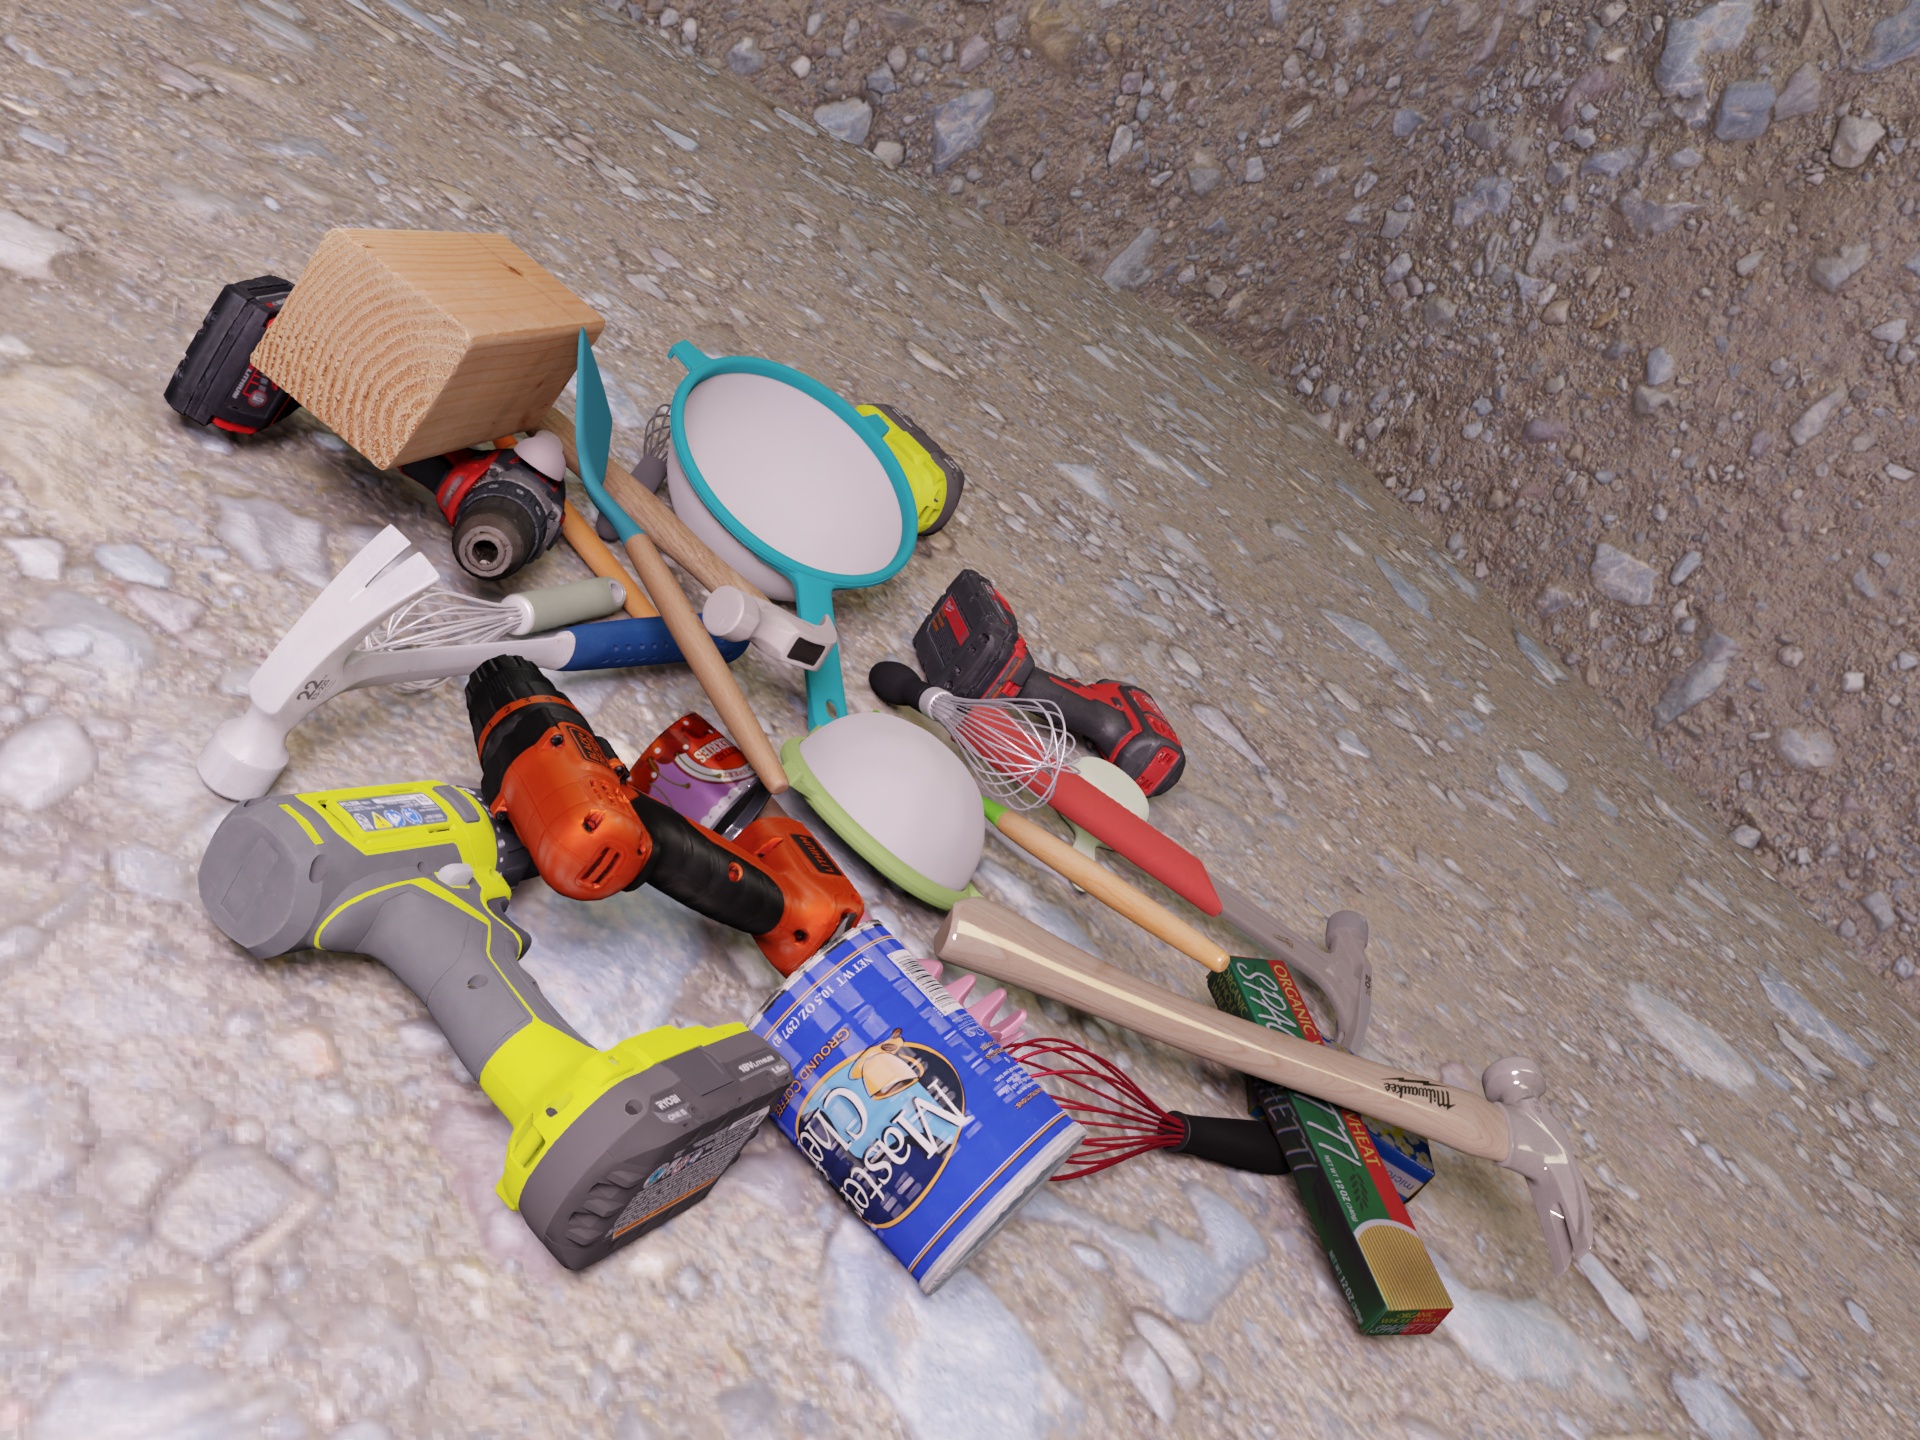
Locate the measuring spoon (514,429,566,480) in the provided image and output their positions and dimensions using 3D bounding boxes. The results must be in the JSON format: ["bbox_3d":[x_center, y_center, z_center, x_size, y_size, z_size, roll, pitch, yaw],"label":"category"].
[{"bbox_3d":[-0.264,-0.178,1.021,0.034,0.018,0.124,35,10,-19],"label":"measuring spoon"}]

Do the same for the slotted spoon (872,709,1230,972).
[{"bbox_3d":[0.045,0.075,1.018,0.314,0.031,0.070,32,-7,36],"label":"slotted spoon"}]

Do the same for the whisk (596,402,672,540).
[{"bbox_3d":[-0.232,-0.191,1.209,0.055,0.055,0.239,31,29,-11],"label":"whisk"}]

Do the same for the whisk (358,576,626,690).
[{"bbox_3d":[-0.267,-0.060,0.934,0.246,0.059,0.058,-30,105,-68],"label":"whisk"}]

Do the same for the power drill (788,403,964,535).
[{"bbox_3d":[-0.113,-0.226,1.397,0.171,0.080,0.223,47,29,21],"label":"power drill"}]

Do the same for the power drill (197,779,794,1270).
[{"bbox_3d":[-0.186,0.110,0.688,0.229,0.080,0.190,41,15,16],"label":"power drill"}]

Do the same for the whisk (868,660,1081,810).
[{"bbox_3d":[-0.001,-0.005,1.067,0.070,0.070,0.285,22,3,-29],"label":"whisk"}]

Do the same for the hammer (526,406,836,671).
[{"bbox_3d":[-0.195,-0.127,1.050,0.332,0.031,0.130,40,10,35],"label":"hammer"}]

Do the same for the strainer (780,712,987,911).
[{"bbox_3d":[0.007,0.076,0.978,0.256,0.069,0.151,40,8,-3],"label":"strainer"}]

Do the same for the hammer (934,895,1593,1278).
[{"bbox_3d":[0.177,0.199,0.923,0.410,0.038,0.146,21,32,-10],"label":"hammer"}]

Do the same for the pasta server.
[{"bbox_3d":[-0.074,0.082,0.891,0.060,0.040,0.317,14,24,-50],"label":"pasta server"}]

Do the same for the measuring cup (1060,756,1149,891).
[{"bbox_3d":[0.103,0.076,1.177,0.083,0.038,0.168,34,22,-5],"label":"measuring cup"}]

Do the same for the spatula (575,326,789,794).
[{"bbox_3d":[-0.165,-0.089,0.908,0.044,0.082,0.318,-27,65,-13],"label":"spatula"}]

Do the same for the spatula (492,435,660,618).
[{"bbox_3d":[-0.300,-0.162,1.098,0.323,0.041,0.081,49,27,17],"label":"spatula"}]

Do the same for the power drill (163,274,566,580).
[{"bbox_3d":[-0.342,-0.164,0.946,0.226,0.080,0.188,32,12,-17],"label":"power drill"}]

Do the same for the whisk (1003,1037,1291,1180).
[{"bbox_3d":[0.108,0.228,0.895,0.295,0.073,0.073,22,27,-42],"label":"whisk"}]

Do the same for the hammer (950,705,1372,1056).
[{"bbox_3d":[0.145,0.106,1.135,0.359,0.036,0.149,35,39,-8],"label":"hammer"}]

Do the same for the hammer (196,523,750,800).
[{"bbox_3d":[-0.223,-0.041,0.878,0.035,0.144,0.405,46,19,11],"label":"hammer"}]

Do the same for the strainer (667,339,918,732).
[{"bbox_3d":[-0.133,-0.111,1.168,0.210,0.095,0.341,15,51,-35],"label":"strainer"}]

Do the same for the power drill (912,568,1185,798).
[{"bbox_3d":[0.076,-0.027,1.286,0.219,0.078,0.143,28,20,-26],"label":"power drill"}]
